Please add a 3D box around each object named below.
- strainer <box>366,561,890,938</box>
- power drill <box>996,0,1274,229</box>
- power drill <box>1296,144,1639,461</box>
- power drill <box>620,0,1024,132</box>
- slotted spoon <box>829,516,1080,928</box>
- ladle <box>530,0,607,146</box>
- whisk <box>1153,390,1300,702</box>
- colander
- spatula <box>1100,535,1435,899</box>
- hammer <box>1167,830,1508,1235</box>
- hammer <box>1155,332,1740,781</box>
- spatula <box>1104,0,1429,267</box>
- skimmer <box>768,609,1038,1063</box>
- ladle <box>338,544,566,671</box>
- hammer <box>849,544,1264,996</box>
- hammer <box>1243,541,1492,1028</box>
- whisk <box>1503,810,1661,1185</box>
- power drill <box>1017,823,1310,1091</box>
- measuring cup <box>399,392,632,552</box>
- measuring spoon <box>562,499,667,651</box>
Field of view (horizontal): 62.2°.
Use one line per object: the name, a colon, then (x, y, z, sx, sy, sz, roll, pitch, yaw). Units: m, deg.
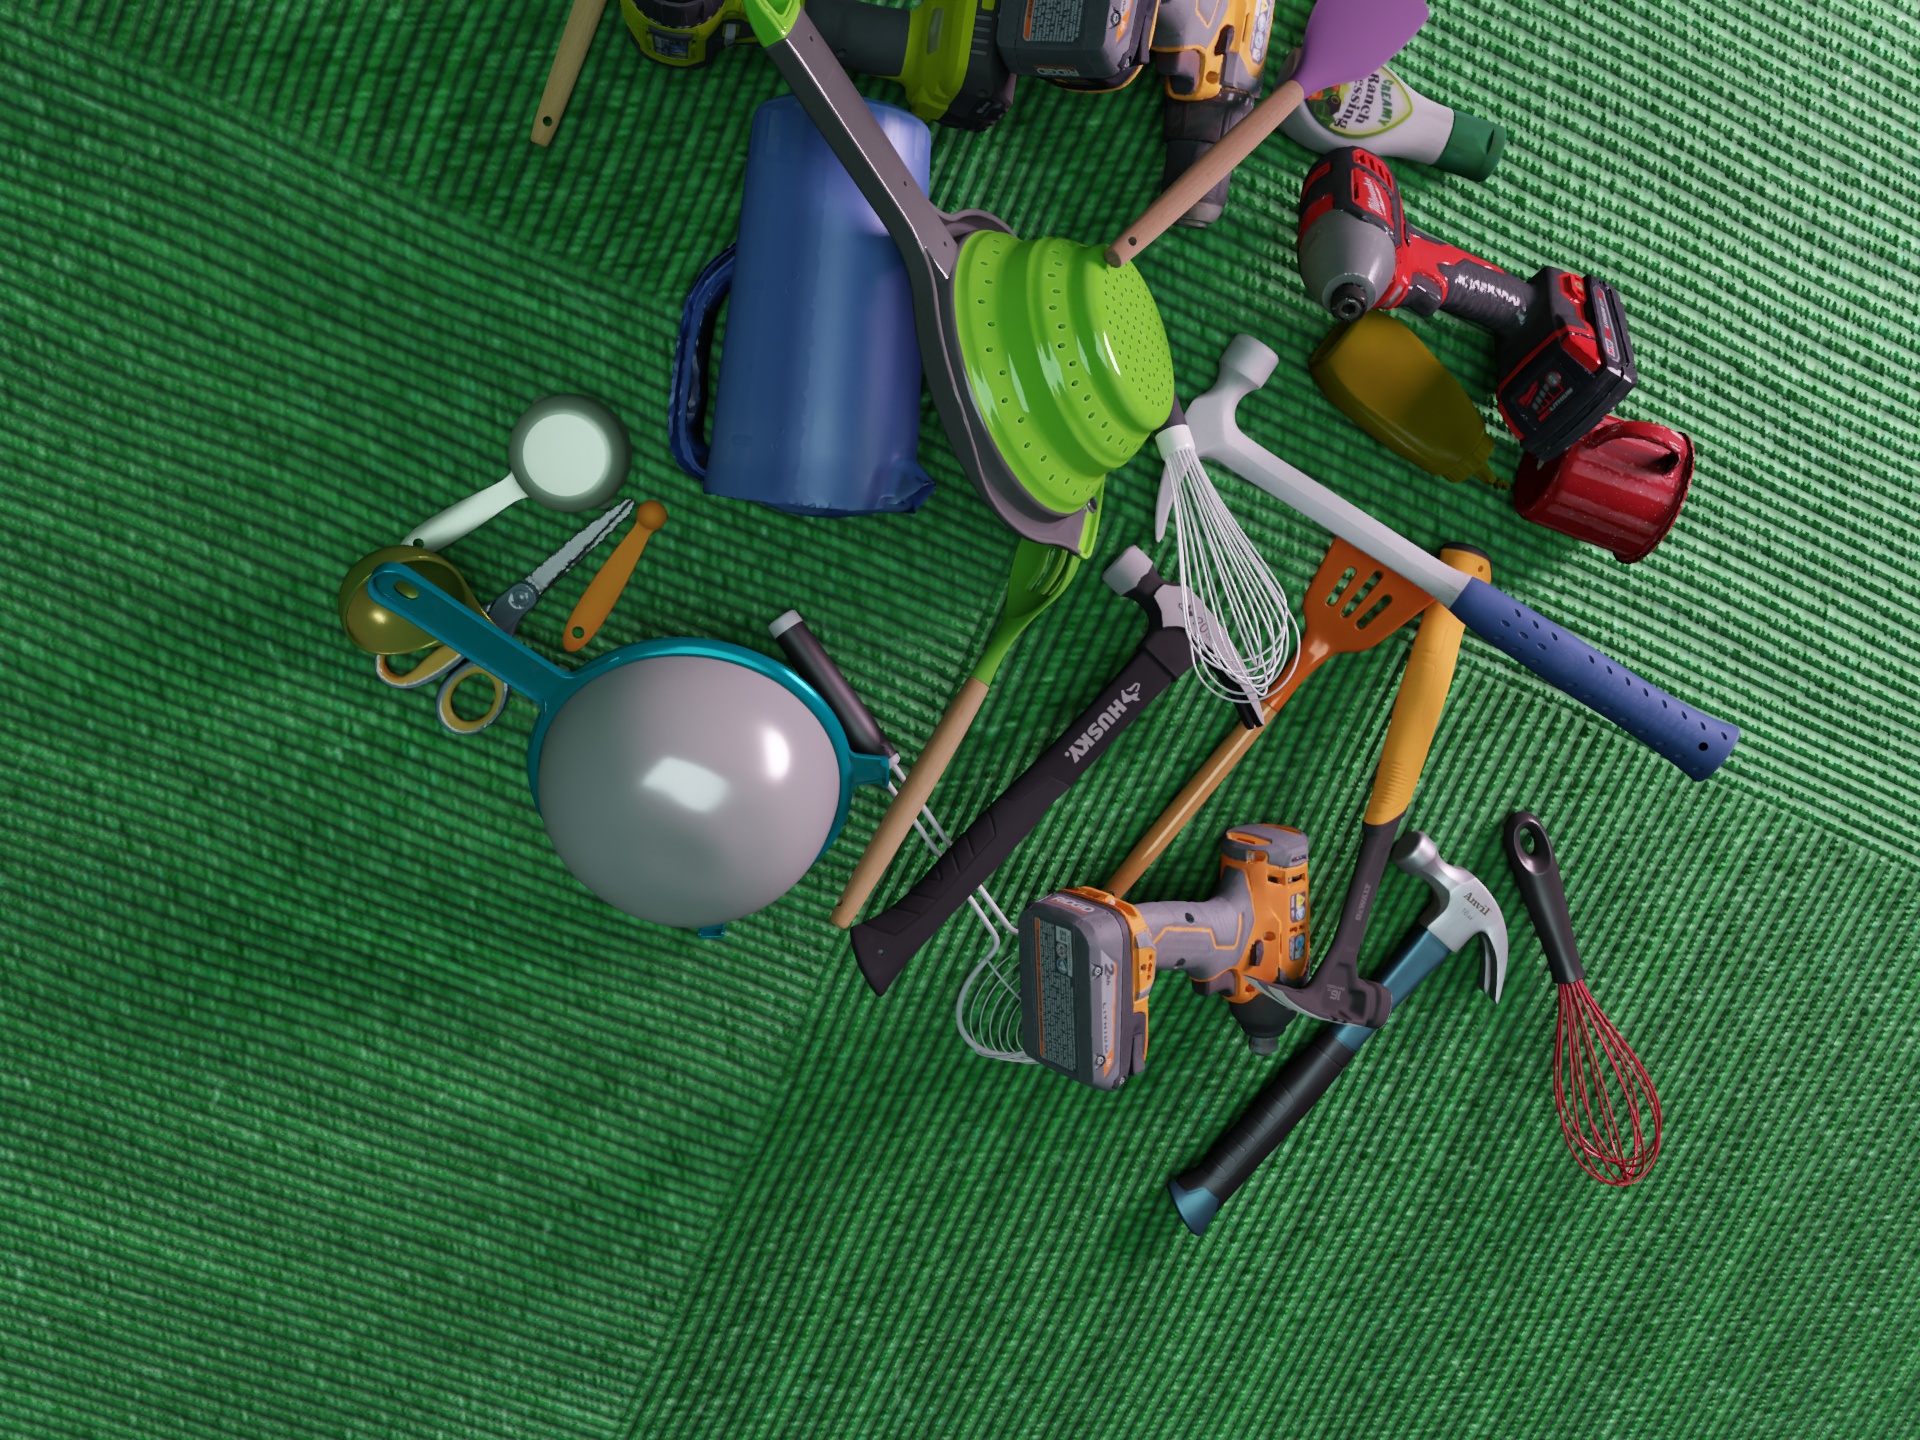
strainer: (-0.220, 0.025, 0.977, 0.340, 0.095, 0.211, 37, 115, -25)
power drill: (0.112, -0.392, 0.924, 0.084, 0.226, 0.185, 17, 107, 31)
power drill: (0.307, -0.260, 0.991, 0.219, 0.143, 0.078, 25, 137, -15)
power drill: (-0.081, -0.405, 0.907, 0.228, 0.191, 0.080, 7, 100, -11)
slotted spoon: (-0.002, -0.003, 1.037, 0.031, 0.070, 0.314, 32, 85, -30)
ladle: (-0.197, -0.498, 0.956, 0.069, 0.031, 0.315, 20, 102, -21)
whisk: (0.146, -0.147, 1.012, 0.070, 0.070, 0.285, -17, 80, -2)
colander: (0.023, -0.263, 0.891, 0.094, 0.205, 0.396, -14, 135, 29)
spatula: (0.196, 0.008, 1.093, 0.081, 0.041, 0.322, 39, 97, 6)
hammer: (0.266, 0.242, 1.155, 0.128, 0.033, 0.331, 39, 96, -11)
hammer: (0.311, -0.084, 1.034, 0.405, 0.035, 0.144, 34, 99, 6)
spatula: (0.184, -0.365, 0.950, 0.059, 0.018, 0.316, 46, 67, -7)
skimmer: (-0.018, 0.080, 1.095, 0.127, 0.090, 0.363, -35, 93, -2)
ladle: (-0.247, -0.012, 1.028, 0.320, 0.062, 0.078, 32, 110, -18)
hammer: (0.054, 0.050, 1.043, 0.146, 0.035, 0.335, 44, 81, -1)
hammer: (0.289, 0.040, 1.075, 0.127, 0.034, 0.337, 19, 88, -39)
whisk: (0.446, 0.204, 1.154, 0.073, 0.073, 0.296, -19, 97, -1)
power drill: (0.149, 0.170, 1.066, 0.226, 0.084, 0.164, -12, 105, -36)
measuring cup: (-0.289, -0.147, 1.015, 0.167, 0.038, 0.083, -31, 103, -1)
measuring spoon: (-0.229, -0.094, 1.046, 0.021, 0.011, 0.117, 33, 97, -11)
